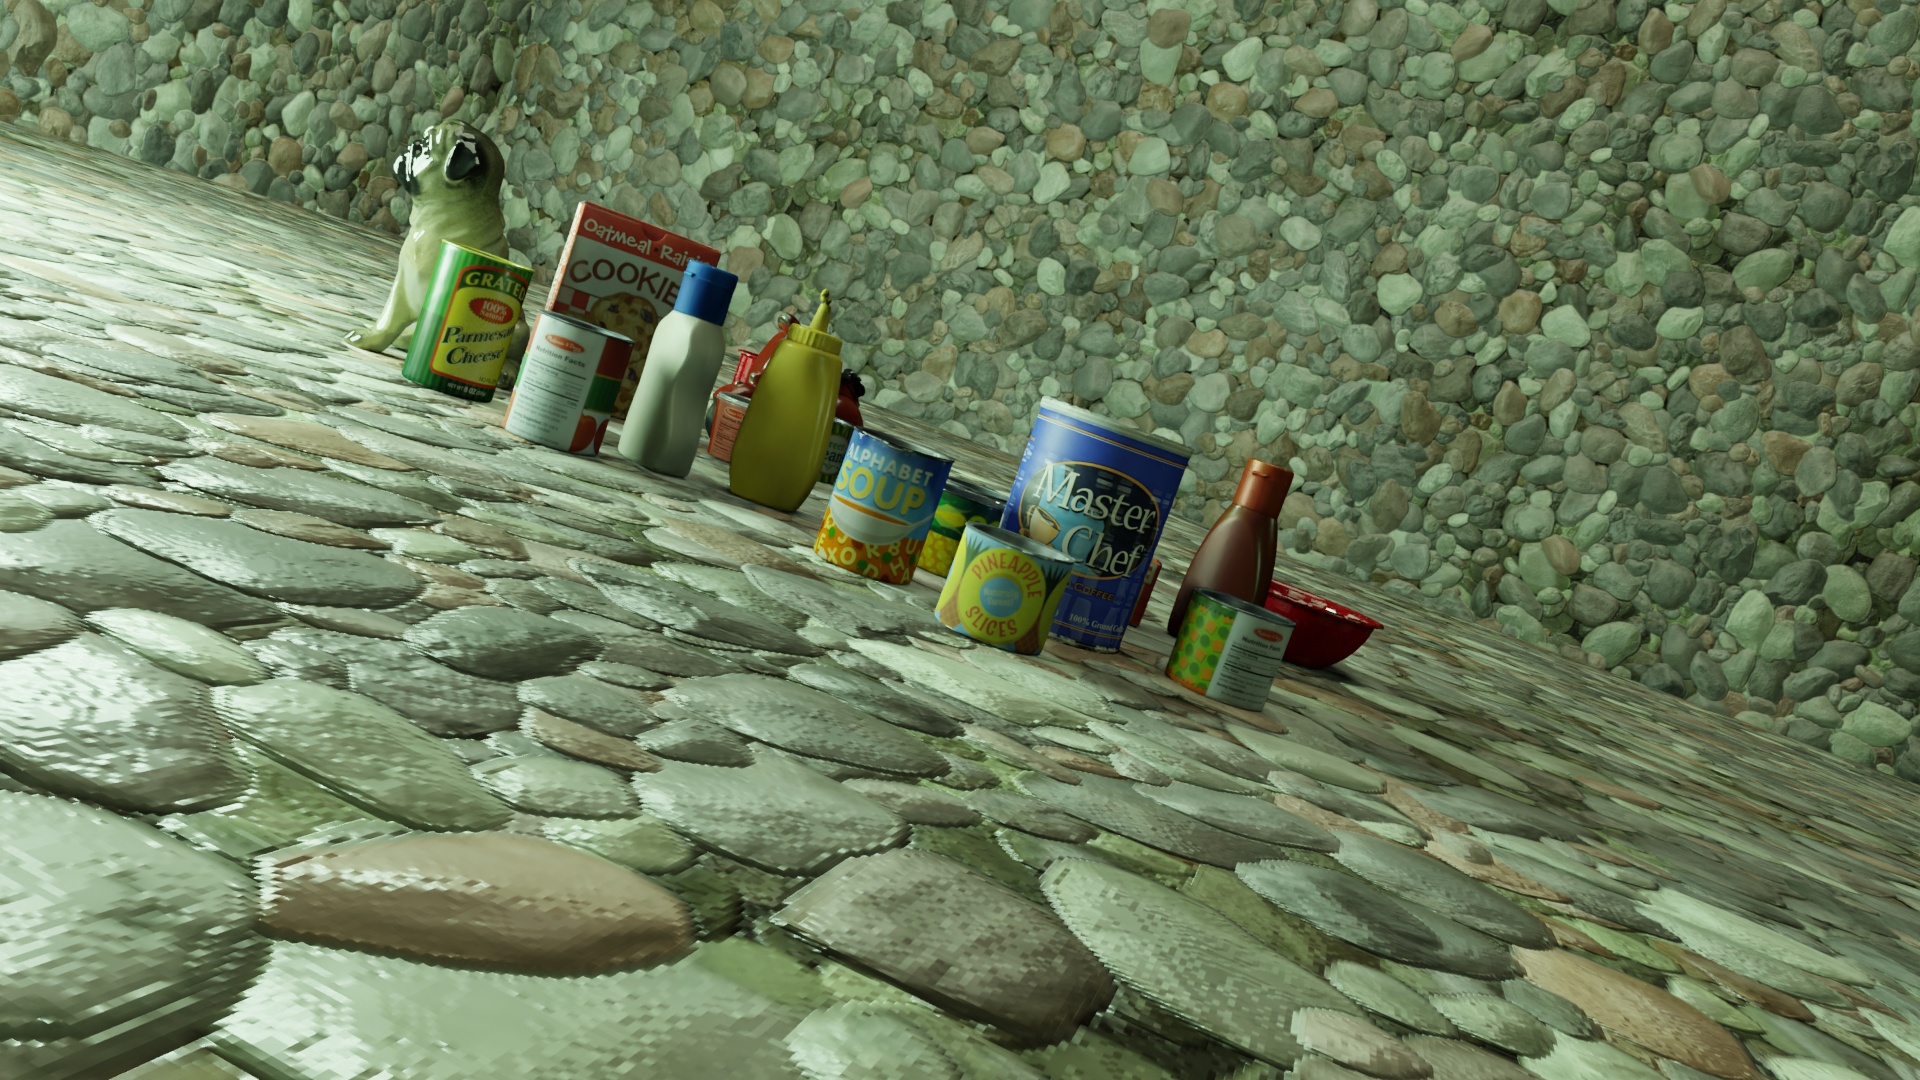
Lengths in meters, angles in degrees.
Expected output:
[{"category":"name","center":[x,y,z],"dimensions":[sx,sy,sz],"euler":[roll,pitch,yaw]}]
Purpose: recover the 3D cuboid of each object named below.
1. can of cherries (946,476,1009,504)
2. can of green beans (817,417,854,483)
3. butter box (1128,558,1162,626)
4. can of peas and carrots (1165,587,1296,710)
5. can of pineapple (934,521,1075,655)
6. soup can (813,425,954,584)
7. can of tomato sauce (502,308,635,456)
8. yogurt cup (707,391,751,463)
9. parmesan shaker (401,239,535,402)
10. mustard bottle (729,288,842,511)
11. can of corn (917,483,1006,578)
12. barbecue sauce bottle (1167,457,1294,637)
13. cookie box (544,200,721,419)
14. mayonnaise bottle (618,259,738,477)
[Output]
[{"category":"can of cherries","center":[0.004,-0.013,1.059],"dimensions":[0.071,0.058,0.071],"euler":[19,6,-2]},{"category":"can of green beans","center":[-0.138,-0.090,1.281],"dimensions":[0.071,0.057,0.071],"euler":[19,6,-2]},{"category":"butter box","center":[0.095,0.023,1.047],"dimensions":[0.103,0.053,0.024],"euler":[20,6,4]},{"category":"can of peas and carrots","center":[0.167,0.067,0.871],"dimensions":[0.071,0.058,0.071],"euler":[19,6,-2]},{"category":"can of pineapple","center":[0.025,0.027,0.788],"dimensions":[0.071,0.057,0.071],"euler":[19,6,-2]},{"category":"soup can","center":[-0.049,-0.022,0.865],"dimensions":[0.071,0.083,0.071],"euler":[19,6,-2]},{"category":"can of tomato sauce","center":[-0.264,-0.106,0.938],"dimensions":[0.071,0.083,0.071],"euler":[19,6,-2]},{"category":"yogurt cup","center":[-0.182,-0.091,1.186],"dimensions":[0.072,0.054,0.072],"euler":[19,6,-2]},{"category":"parmesan shaker","center":[-0.357,-0.158,1.013],"dimensions":[0.071,0.103,0.071],"euler":[19,6,-2]},{"category":"mustard bottle","center":[-0.117,-0.103,0.999],"dimensions":[0.065,0.160,0.049],"euler":[19,6,-1]},{"category":"can of corn","center":[0.001,-0.004,0.975],"dimensions":[0.071,0.058,0.071],"euler":[19,6,-2]},{"category":"barbecue sauce bottle","center":[0.210,0.012,1.055],"dimensions":[0.065,0.148,0.044],"euler":[23,7,32]},{"category":"cookie box","center":[-0.292,-0.192,1.200],"dimensions":[0.123,0.167,0.040],"euler":[16,7,-27]},{"category":"mayonnaise bottle","center":[-0.197,-0.122,0.984],"dimensions":[0.041,0.148,0.065],"euler":[14,8,-45]}]
